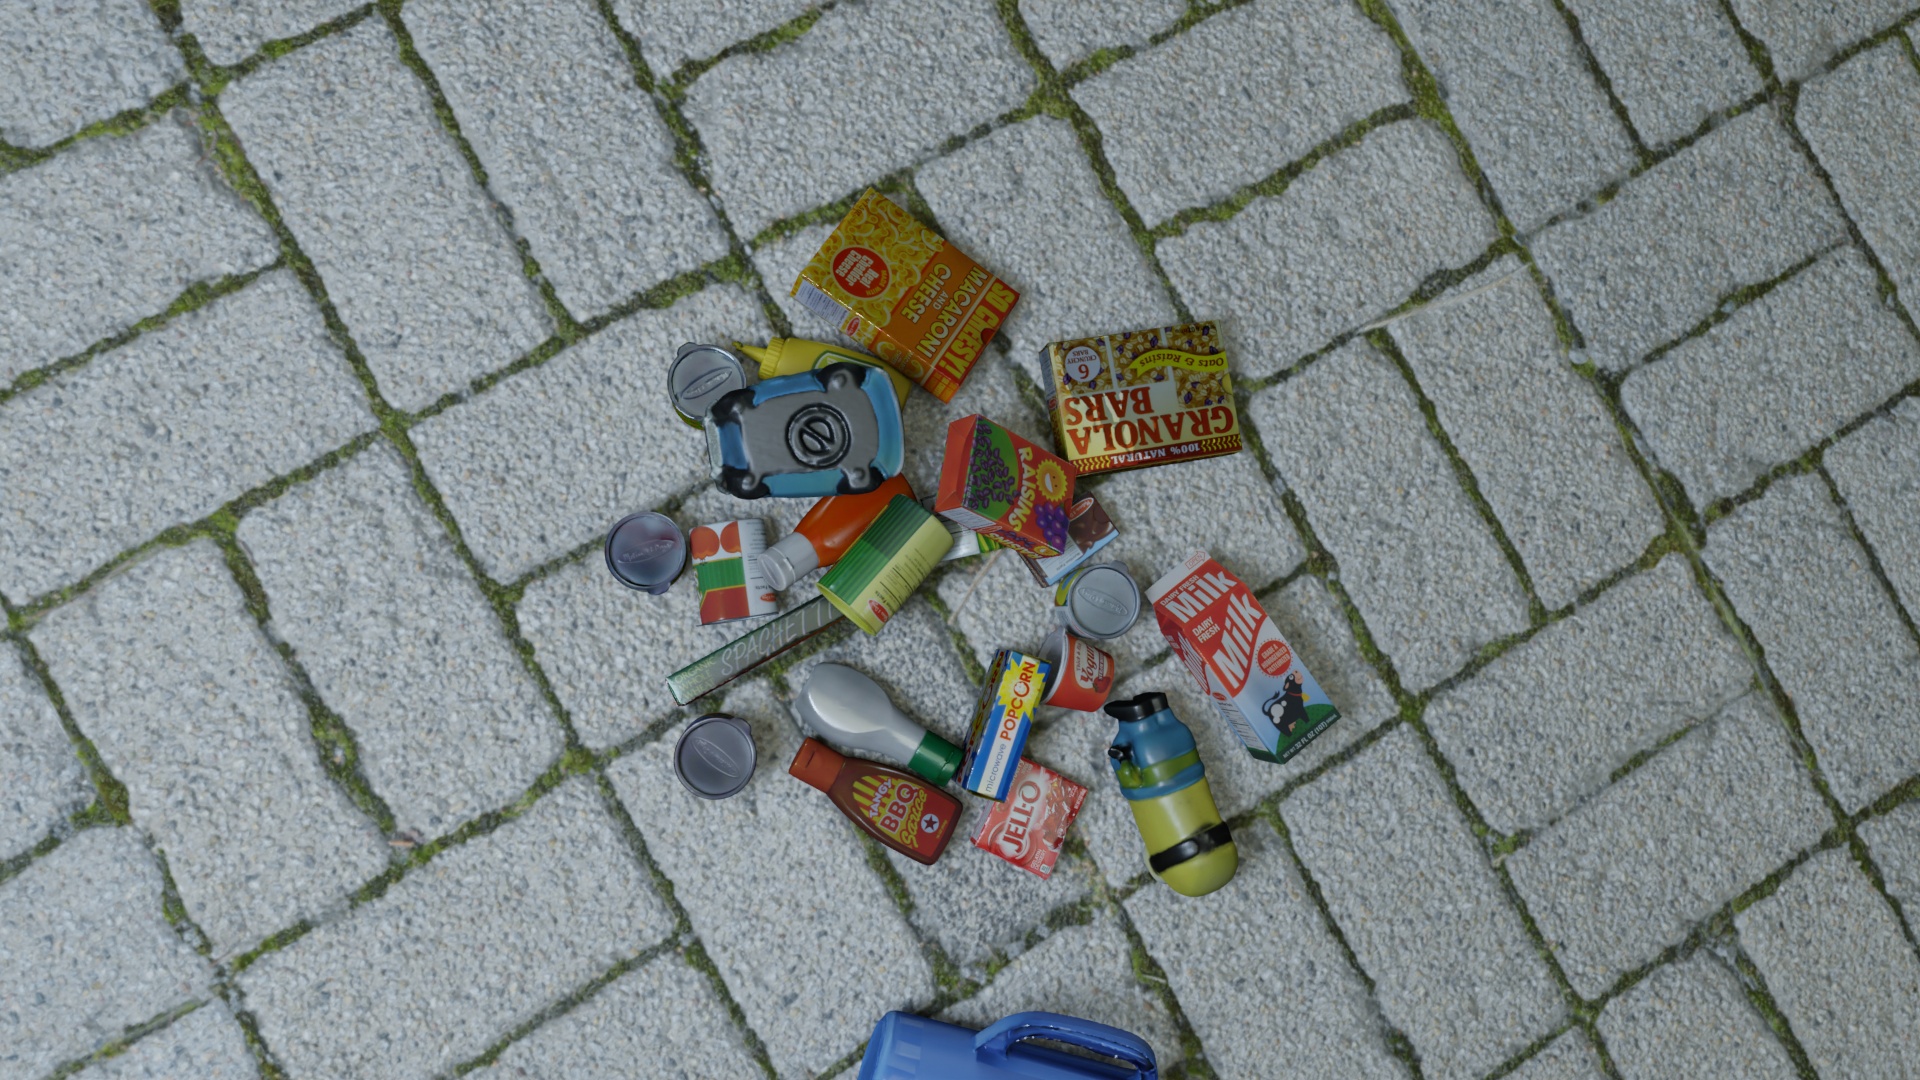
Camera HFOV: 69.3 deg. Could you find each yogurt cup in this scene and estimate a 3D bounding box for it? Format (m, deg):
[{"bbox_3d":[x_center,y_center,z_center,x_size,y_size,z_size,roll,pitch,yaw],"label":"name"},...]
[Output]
[{"bbox_3d":[0.100,0.118,1.224,0.054,0.072,0.072,19,83,-15],"label":"yogurt cup"}]

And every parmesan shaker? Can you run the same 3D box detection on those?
[{"bbox_3d":[-0.061,0.021,1.154,0.071,0.071,0.103,42,78,-4],"label":"parmesan shaker"}]

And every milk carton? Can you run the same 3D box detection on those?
[{"bbox_3d":[0.246,0.102,1.242,0.072,0.073,0.190,-37,92,-10],"label":"milk carton"}]

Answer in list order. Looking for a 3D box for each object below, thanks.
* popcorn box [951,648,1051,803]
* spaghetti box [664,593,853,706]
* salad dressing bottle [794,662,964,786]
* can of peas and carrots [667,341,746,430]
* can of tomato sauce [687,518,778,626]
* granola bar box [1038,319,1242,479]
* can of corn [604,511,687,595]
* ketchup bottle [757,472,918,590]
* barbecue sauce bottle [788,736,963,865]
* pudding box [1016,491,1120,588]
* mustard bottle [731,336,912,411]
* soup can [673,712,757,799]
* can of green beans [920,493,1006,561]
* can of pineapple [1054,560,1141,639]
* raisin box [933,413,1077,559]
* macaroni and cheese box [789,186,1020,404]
[{"bbox_3d":[0.034,0.158,1.198,0.038,0.085,0.127,20,83,-6],"label":"popcorn box"},{"bbox_3d":[-0.137,0.072,1.196,0.250,0.050,0.028,-28,89,-10],"label":"spaghetti box"},{"bbox_3d":[-0.069,0.160,1.194,0.148,0.043,0.064,31,59,0],"label":"salad dressing bottle"},{"bbox_3d":[-0.219,-0.132,1.195,0.071,0.058,0.071,1,85,-9],"label":"can of peas and carrots"},{"bbox_3d":[-0.196,0.027,1.182,0.071,0.071,0.083,-9,86,-9],"label":"can of tomato sauce"},{"bbox_3d":[0.165,-0.128,1.265,0.166,0.039,0.124,-9,87,-9],"label":"granola bar box"},{"bbox_3d":[-0.264,0.013,1.176,0.071,0.058,0.071,1,86,-9],"label":"can of corn"},{"bbox_3d":[-0.105,-0.010,1.184,0.149,0.043,0.064,-35,99,-33],"label":"ketchup bottle"},{"bbox_3d":[-0.075,0.219,1.197,0.148,0.043,0.065,29,75,-5],"label":"barbecue sauce bottle"},{"bbox_3d":[0.095,0.000,1.248,0.084,0.030,0.049,-37,91,-10],"label":"pudding box"},{"bbox_3d":[-0.125,-0.142,1.215,0.160,0.048,0.065,19,78,-7],"label":"mustard bottle"},{"bbox_3d":[-0.202,0.177,1.160,0.071,0.083,0.071,1,86,-9],"label":"soup can"},{"bbox_3d":[0.003,-0.015,1.217,0.071,0.071,0.058,-12,89,-10],"label":"can of green beans"},{"bbox_3d":[0.122,0.054,1.234,0.071,0.058,0.071,1,86,-9],"label":"can of pineapple"},{"bbox_3d":[0.041,-0.044,1.184,0.123,0.040,0.086,26,64,-37],"label":"raisin box"},{"bbox_3d":[-0.046,-0.215,1.218,0.166,0.040,0.124,34,60,-5],"label":"macaroni and cheese box"}]
